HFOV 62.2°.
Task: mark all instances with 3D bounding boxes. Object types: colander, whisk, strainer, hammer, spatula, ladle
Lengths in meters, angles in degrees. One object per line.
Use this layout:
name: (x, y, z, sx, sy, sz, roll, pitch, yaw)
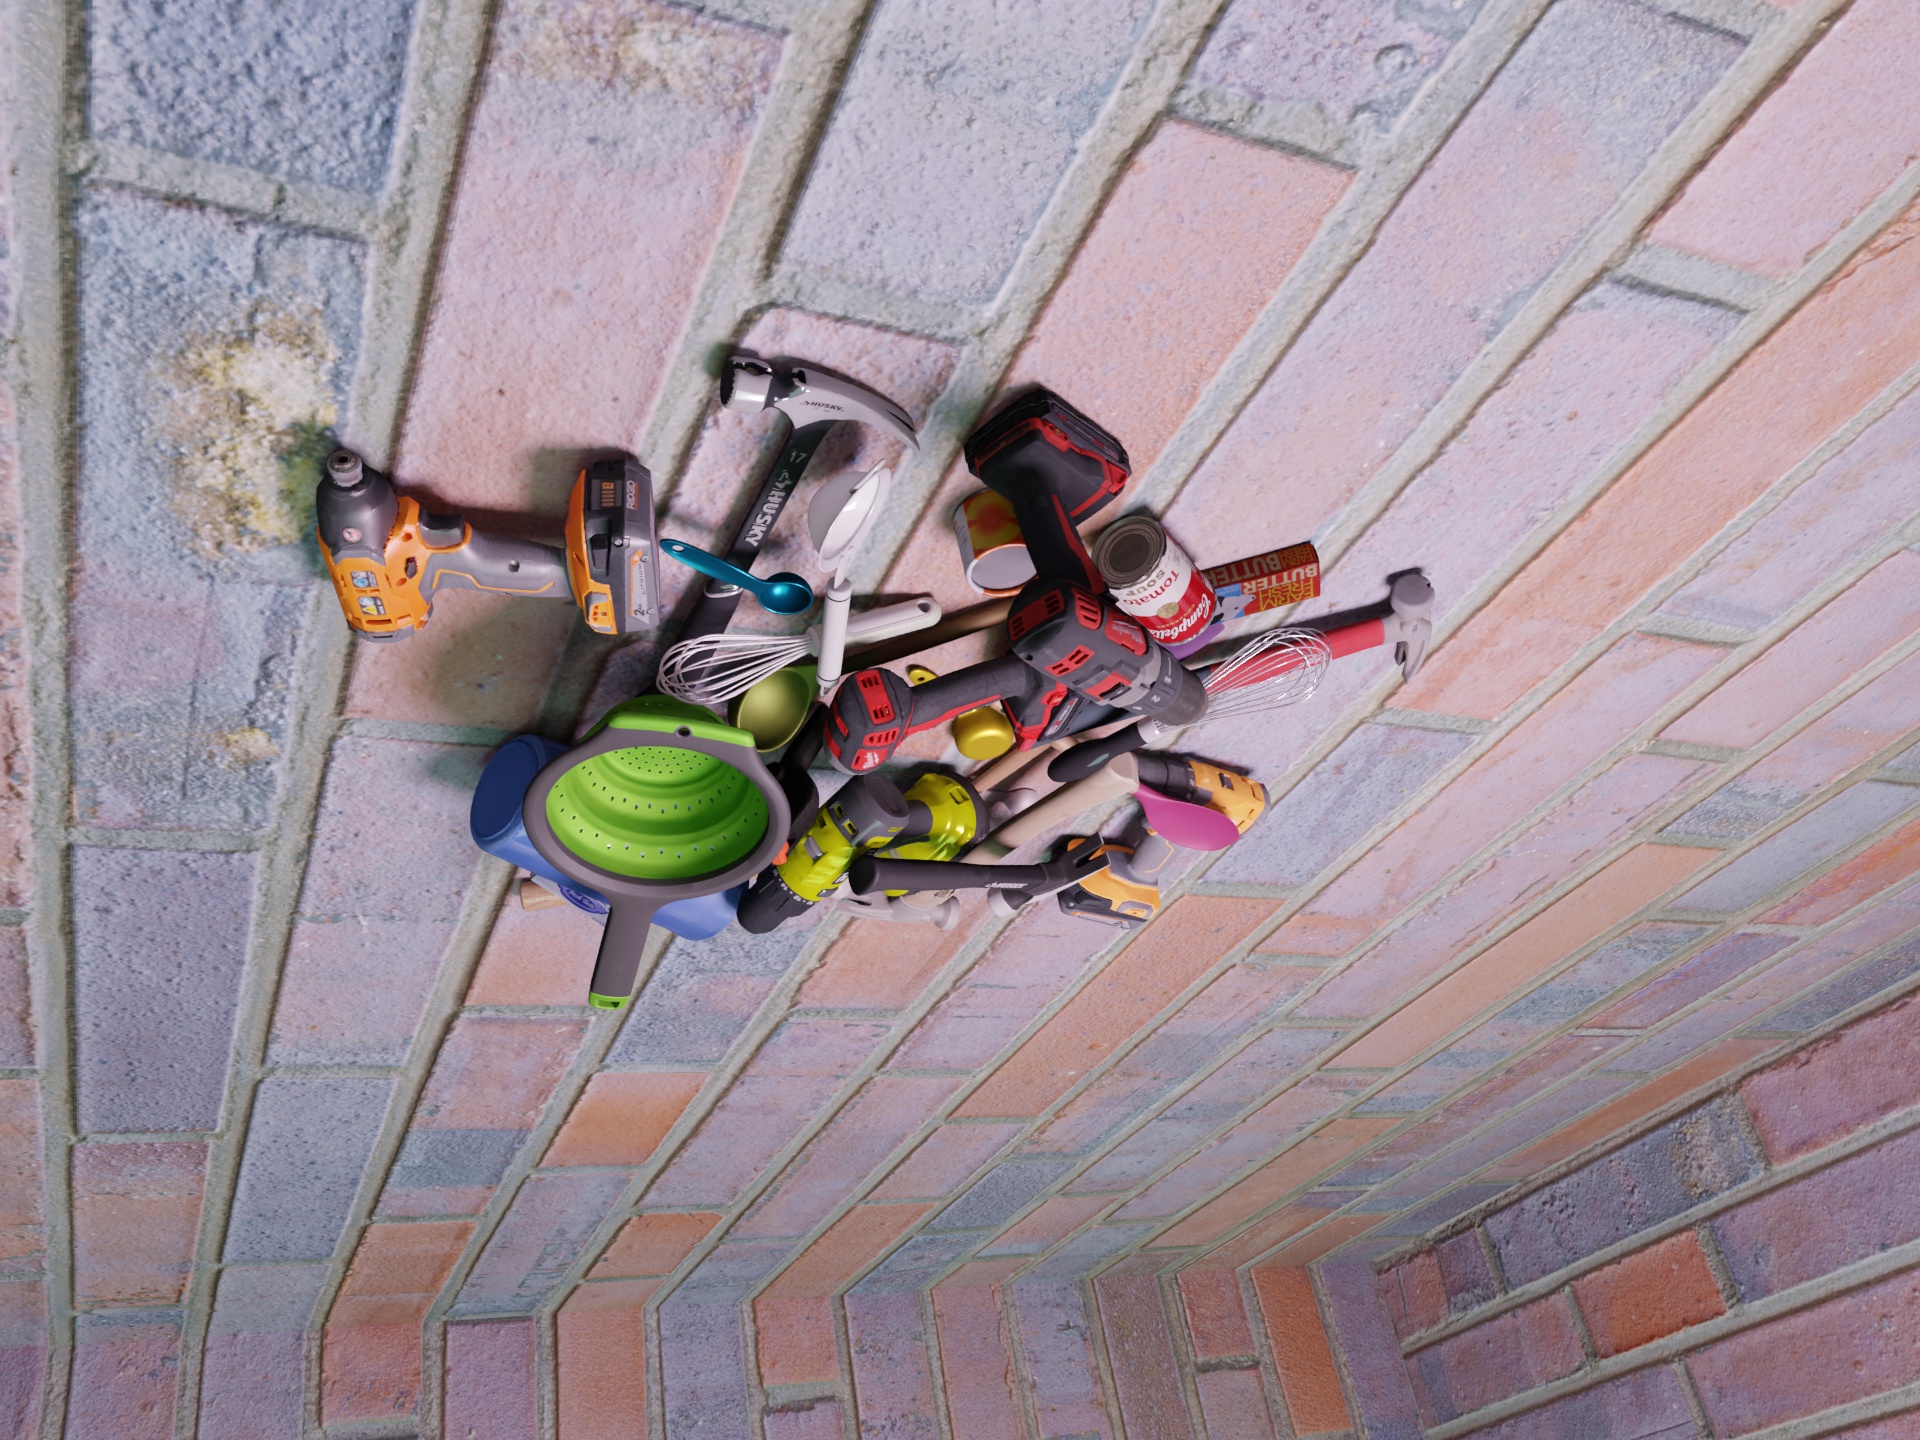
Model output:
colander: (-0.262, 0.101, 1.314, 0.204, 0.095, 0.396, 9, 136, -16)
whisk: (-0.124, -0.061, 1.258, 0.246, 0.058, 0.059, -17, 151, -25)
strainer: (-0.091, -0.103, 1.168, 0.050, 0.087, 0.258, 30, 141, 14)
hammer: (0.029, 0.123, 1.587, 0.146, 0.038, 0.410, 12, 149, -30)
spatula: (0.113, -0.010, 1.479, 0.059, 0.018, 0.316, 20, 134, -40)
whisk: (0.193, -0.007, 1.379, 0.284, 0.070, 0.070, -26, 145, 28)
hammer: (-0.169, -0.115, 1.217, 0.149, 0.036, 0.408, 6, 144, -27)
hammer: (0.236, -0.032, 1.446, 0.386, 0.038, 0.143, -16, 150, 0)
ladle: (-0.045, -0.053, 1.331, 0.320, 0.062, 0.078, -19, 138, 7)
hammer: (0.011, 0.141, 1.466, 0.146, 0.035, 0.334, -29, 160, 27)
hammer: (-0.273, 0.155, 1.597, 0.331, 0.031, 0.130, -6, 147, -8)

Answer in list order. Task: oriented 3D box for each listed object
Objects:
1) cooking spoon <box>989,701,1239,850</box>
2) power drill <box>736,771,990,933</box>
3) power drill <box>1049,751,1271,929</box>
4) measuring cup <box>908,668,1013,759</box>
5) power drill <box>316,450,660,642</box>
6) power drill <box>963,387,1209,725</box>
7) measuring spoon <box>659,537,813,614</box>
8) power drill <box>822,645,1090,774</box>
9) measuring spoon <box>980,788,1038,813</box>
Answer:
cooking spoon: (0.148, 0.052, 1.516, 0.318, 0.017, 0.068, 31, 135, -29)
power drill: (-0.089, 0.121, 1.463, 0.190, 0.080, 0.228, -43, 162, 23)
power drill: (0.183, 0.117, 1.643, 0.185, 0.084, 0.226, 18, 133, -30)
measuring cup: (-0.002, -0.005, 1.439, 0.062, 0.029, 0.156, -25, 147, 20)
power drill: (-0.328, -0.126, 1.108, 0.226, 0.084, 0.164, -2, 146, -7)
power drill: (0.095, -0.105, 1.134, 0.080, 0.227, 0.187, -33, 141, 29)
measuring spoon: (-0.165, -0.114, 1.177, 0.128, 0.021, 0.042, 23, 141, -32)
power drill: (-0.009, -0.011, 1.327, 0.219, 0.079, 0.143, -15, 161, -20)
measuring spoon: (0.022, 0.081, 1.588, 0.124, 0.018, 0.034, 6, 143, -24)
